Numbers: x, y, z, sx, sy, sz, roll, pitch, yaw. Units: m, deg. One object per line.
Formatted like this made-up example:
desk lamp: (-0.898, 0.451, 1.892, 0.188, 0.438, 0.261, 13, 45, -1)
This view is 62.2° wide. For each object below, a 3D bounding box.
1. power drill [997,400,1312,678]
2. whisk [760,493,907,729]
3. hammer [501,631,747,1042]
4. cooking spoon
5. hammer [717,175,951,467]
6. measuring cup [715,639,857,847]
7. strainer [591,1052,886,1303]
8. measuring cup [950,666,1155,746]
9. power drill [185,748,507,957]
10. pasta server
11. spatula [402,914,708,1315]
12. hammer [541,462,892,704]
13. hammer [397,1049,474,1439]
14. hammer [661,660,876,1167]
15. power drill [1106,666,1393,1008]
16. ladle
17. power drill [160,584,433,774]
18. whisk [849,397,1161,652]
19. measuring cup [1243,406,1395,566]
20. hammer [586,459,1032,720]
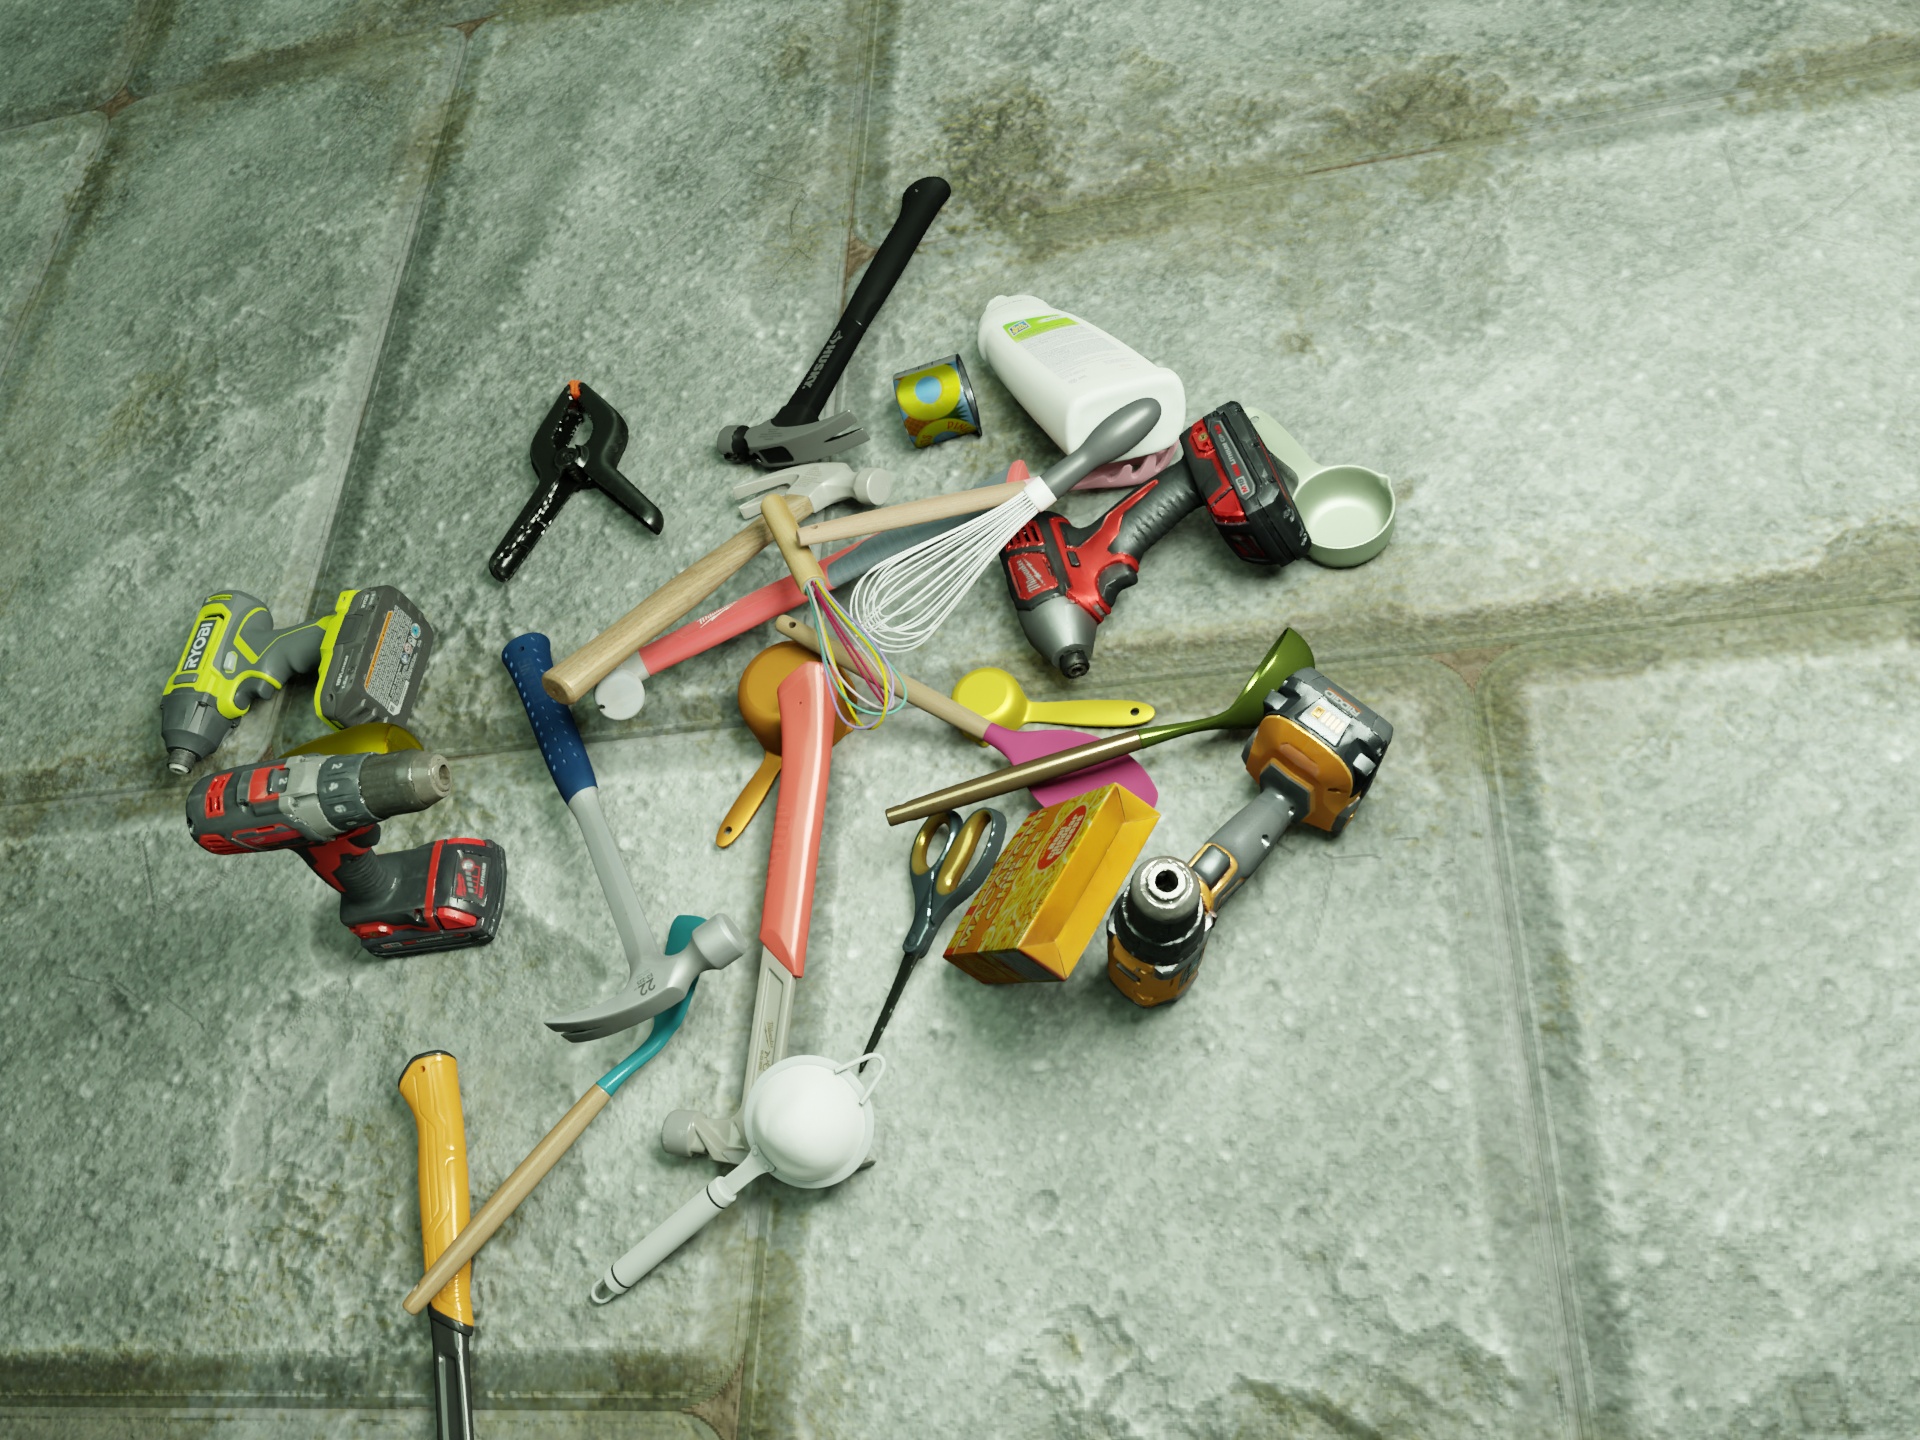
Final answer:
power drill: (0.137, -0.127, 1.181, 0.219, 0.078, 0.143, -27, 53, 18)
whisk: (-0.099, -0.088, 1.176, 0.051, 0.047, 0.245, -20, 53, -12)
hammer: (-0.289, 0.069, 1.206, 0.144, 0.035, 0.406, -34, 48, 1)
cooking spoon: (-0.002, -0.004, 1.169, 0.319, 0.017, 0.069, 28, 73, 14)
hammer: (-0.087, -0.361, 1.415, 0.146, 0.035, 0.335, 6, 59, 38)
measuring cup: (-0.148, 0.015, 1.219, 0.095, 0.052, 0.174, 19, 66, 26)
strainer: (-0.150, 0.304, 1.036, 0.258, 0.050, 0.087, -41, 85, 11)
measuring cup: (0.066, -0.012, 1.180, 0.156, 0.029, 0.062, 1, 62, 21)
power drill: (-0.416, 0.090, 1.157, 0.188, 0.226, 0.080, -10, 59, 12)
pasta server: (0.025, -0.180, 1.229, 0.316, 0.040, 0.060, -14, 40, -17)
spatula: (-0.273, 0.269, 1.098, 0.317, 0.044, 0.082, -49, 22, -22)
hammer: (-0.201, -0.116, 1.255, 0.130, 0.031, 0.331, 11, 42, 39)
hammer: (-0.342, 0.380, 1.082, 0.127, 0.034, 0.337, -21, 57, 6)
hammer: (-0.113, 0.131, 1.122, 0.149, 0.036, 0.359, 0, 70, 18)
power drill: (0.176, 0.072, 1.008, 0.084, 0.185, 0.226, 39, 75, 19)
ladle: (0.097, 0.009, 1.120, 0.320, 0.078, 0.062, -18, 85, 1)
power drill: (-0.583, -0.036, 1.376, 0.223, 0.080, 0.171, -4, 59, 20)
whisk: (0.033, -0.149, 1.188, 0.284, 0.070, 0.070, -37, 57, 6)
measuring cup: (0.265, -0.180, 1.212, 0.083, 0.038, 0.168, -32, 55, -2)
hammer: (-0.120, -0.117, 1.282, 0.386, 0.038, 0.143, -26, 25, -6)
